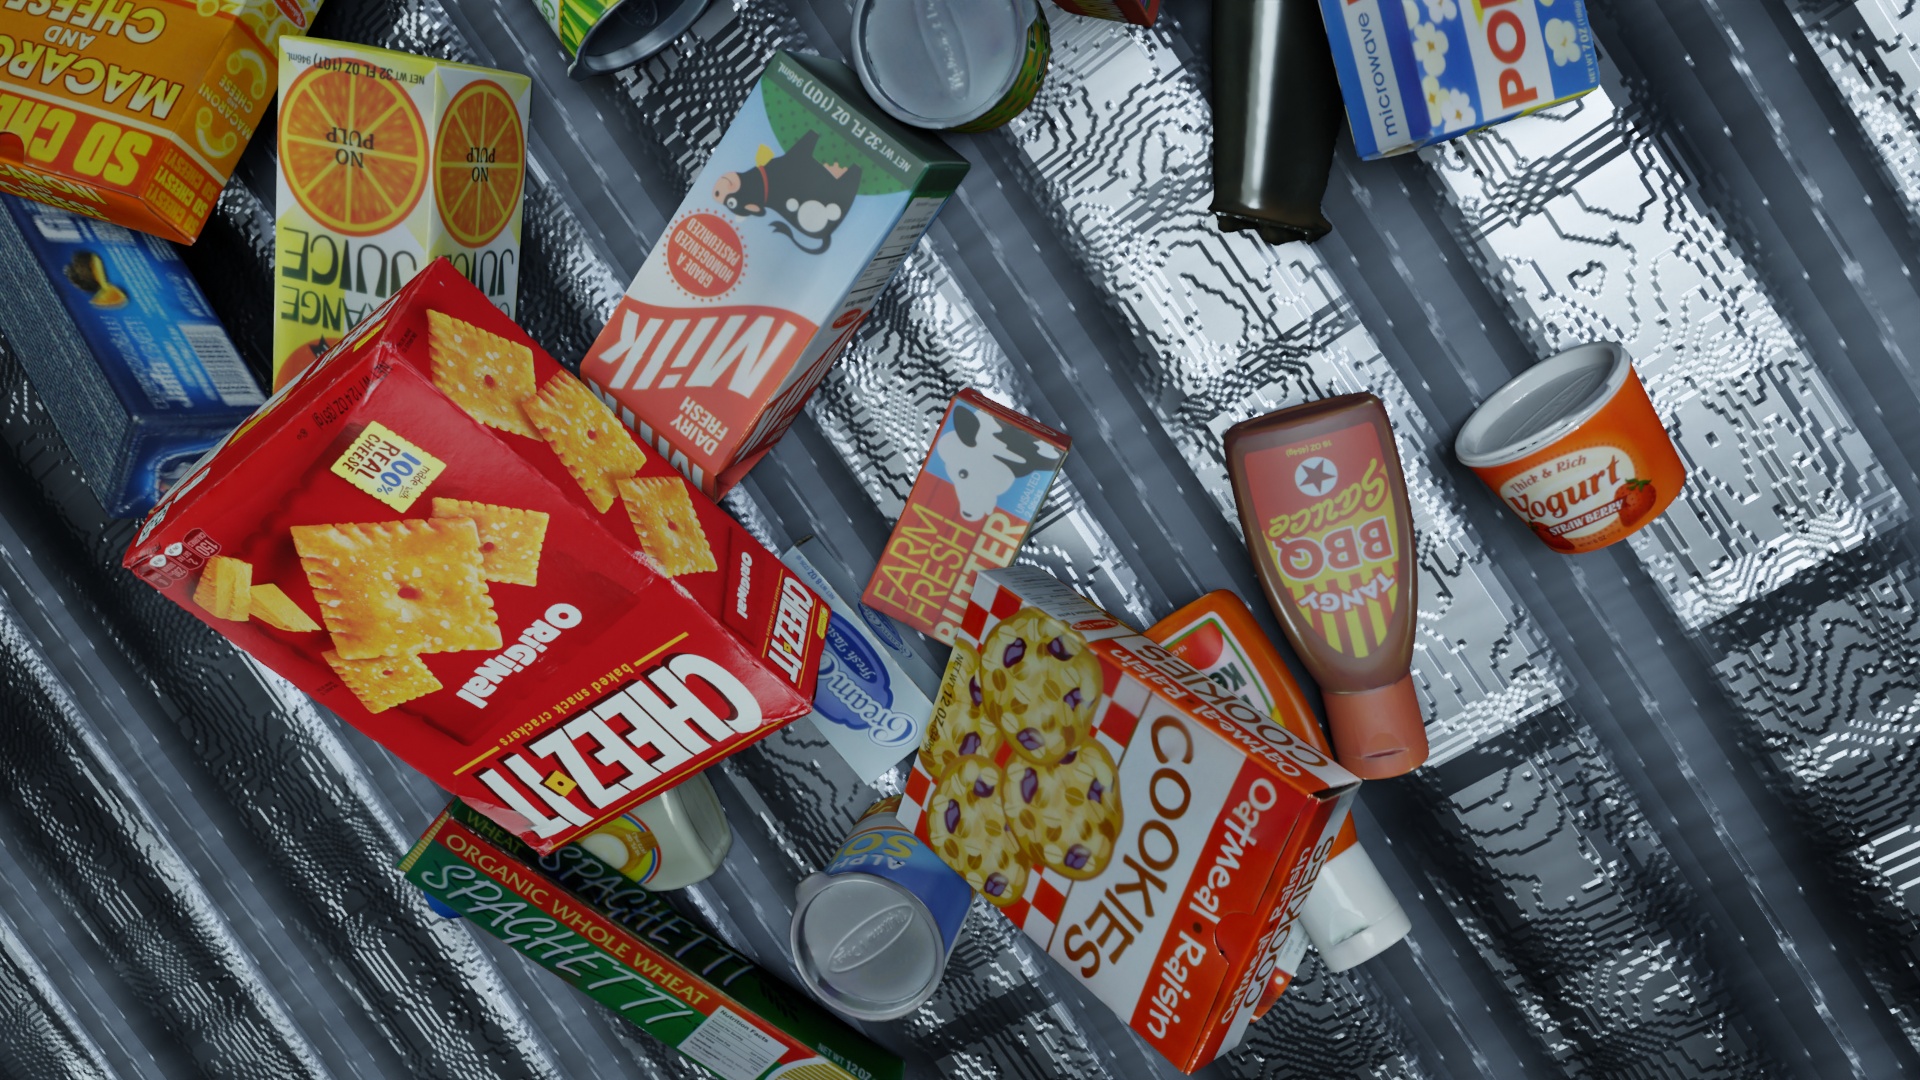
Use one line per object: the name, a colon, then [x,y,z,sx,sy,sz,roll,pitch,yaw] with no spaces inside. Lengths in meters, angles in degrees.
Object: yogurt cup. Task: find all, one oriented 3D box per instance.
yogurt cup: [0.226,-0.032,0.510,0.072,0.073,0.054,-37,101,19]

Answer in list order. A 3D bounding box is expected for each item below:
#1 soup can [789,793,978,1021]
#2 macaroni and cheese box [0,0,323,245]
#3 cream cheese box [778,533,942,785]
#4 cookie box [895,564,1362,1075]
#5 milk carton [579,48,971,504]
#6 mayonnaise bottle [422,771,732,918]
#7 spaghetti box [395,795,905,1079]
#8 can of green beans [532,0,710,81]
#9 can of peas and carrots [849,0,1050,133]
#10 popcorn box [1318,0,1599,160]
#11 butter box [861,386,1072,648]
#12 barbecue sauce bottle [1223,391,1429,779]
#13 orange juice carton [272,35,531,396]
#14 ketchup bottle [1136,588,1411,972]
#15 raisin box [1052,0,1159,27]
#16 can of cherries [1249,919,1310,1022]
soup can: [-0.031,0.154,0.605,0.071,0.084,0.071,3,104,12]
macaroni and cheese box: [-0.339,-0.216,0.568,0.124,0.040,0.167,16,75,9]
cream cheese box: [-0.053,0.053,0.617,0.053,0.024,0.104,-41,91,20]
cookie box: [0.056,0.102,0.541,0.168,0.040,0.122,34,114,37]
milk carton: [-0.085,-0.095,0.562,0.072,0.074,0.190,38,109,2]
mayonnaise bottle: [-0.186,0.146,0.661,0.148,0.041,0.064,-19,106,16]
spaghetti box: [-0.138,0.198,0.640,0.250,0.029,0.050,37,117,-11]
can of green beans: [-0.139,-0.227,0.546,0.071,0.071,0.058,-35,93,19]
can of peas and carrots: [0.000,-0.190,0.526,0.071,0.059,0.070,3,104,12]
popcorn box: [0.163,-0.202,0.473,0.085,0.038,0.126,-21,100,-23]
butter box: [0.002,-0.007,0.589,0.053,0.024,0.103,27,108,5]
barbecue sauce bottle: [0.151,0.020,0.550,0.065,0.044,0.148,-14,100,12]
orange juice carton: [-0.240,-0.109,0.595,0.072,0.073,0.192,12,106,10]
ketchup bottle: [0.121,0.096,0.552,0.064,0.043,0.149,-36,74,18]
raisin box: [0.059,-0.249,0.483,0.040,0.086,0.123,13,106,8]
can of cherries: [0.109,0.160,0.584,0.058,0.072,0.071,29,108,4]
